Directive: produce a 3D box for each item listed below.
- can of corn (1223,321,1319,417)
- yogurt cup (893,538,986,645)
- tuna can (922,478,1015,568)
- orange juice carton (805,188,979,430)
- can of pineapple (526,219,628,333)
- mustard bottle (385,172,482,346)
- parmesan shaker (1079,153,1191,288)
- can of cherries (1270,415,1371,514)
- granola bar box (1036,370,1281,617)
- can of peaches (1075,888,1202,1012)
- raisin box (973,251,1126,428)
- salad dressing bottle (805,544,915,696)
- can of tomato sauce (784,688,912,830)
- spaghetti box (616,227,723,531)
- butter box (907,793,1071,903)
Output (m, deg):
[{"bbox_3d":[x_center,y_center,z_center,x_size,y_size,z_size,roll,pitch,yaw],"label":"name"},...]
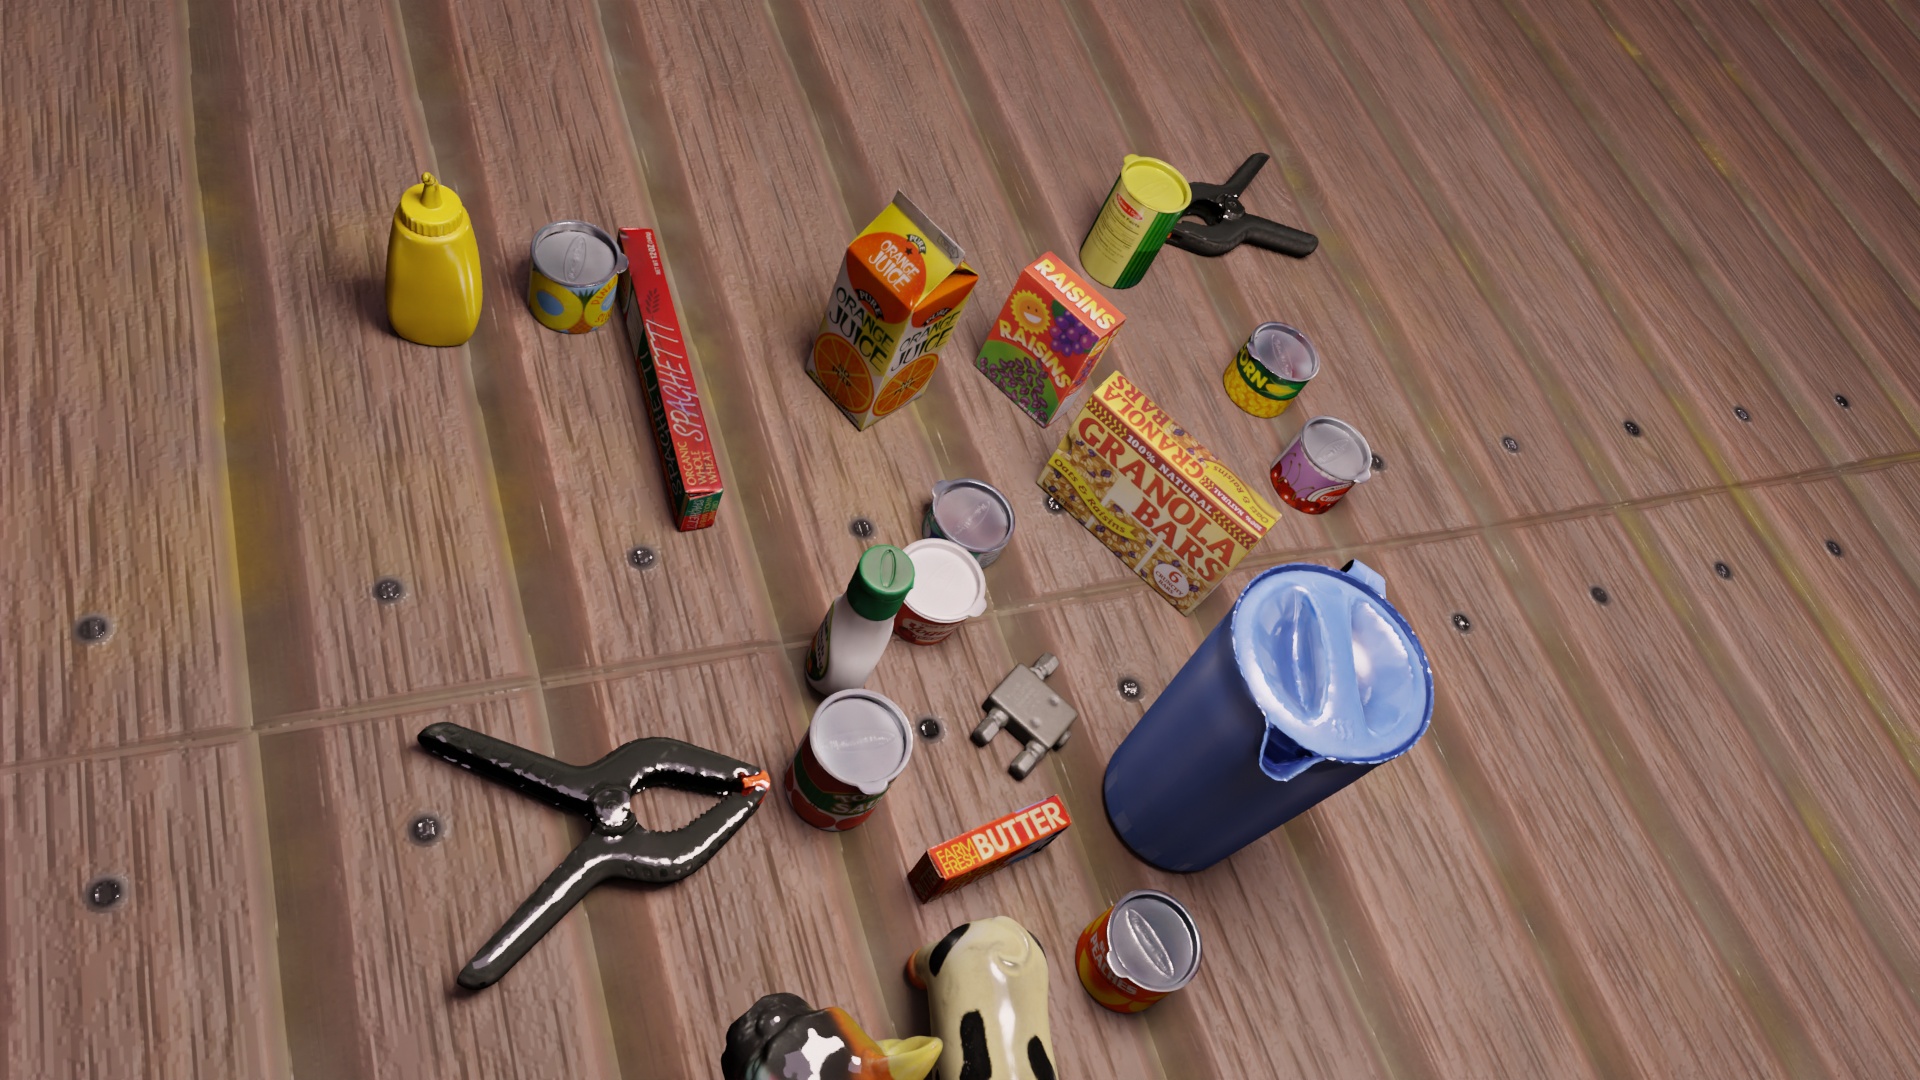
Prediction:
[{"bbox_3d":[0.274,-0.152,1.238,0.071,0.058,0.071,10,56,-15],"label":"can of corn"},{"bbox_3d":[-0.022,0.040,1.005,0.072,0.053,0.073,10,56,-15],"label":"yogurt cup"},{"bbox_3d":[0.004,-0.013,1.063,0.071,0.032,0.071,10,56,-15],"label":"tuna can"},{"bbox_3d":[-0.049,-0.175,1.048,0.073,0.191,0.072,-34,75,-34],"label":"orange juice carton"},{"bbox_3d":[-0.293,-0.199,1.055,0.071,0.057,0.071,10,56,-15],"label":"can of pineapple"},{"bbox_3d":[-0.366,-0.200,0.965,0.065,0.159,0.049,5,57,-18],"label":"mustard bottle"},{"bbox_3d":[0.154,-0.287,1.253,0.071,0.102,0.071,10,56,-15],"label":"parmesan shaker"},{"bbox_3d":[0.310,-0.062,1.194,0.071,0.058,0.072,10,56,-15],"label":"can of cherries"},{"bbox_3d":[0.148,-0.033,1.073,0.166,0.123,0.039,43,54,9],"label":"granola bar box"},{"bbox_3d":[0.113,0.269,0.906,0.071,0.057,0.071,10,56,-15],"label":"can of peaches"},{"bbox_3d":[0.071,-0.161,1.127,0.086,0.122,0.040,44,55,10],"label":"raisin box"},{"bbox_3d":[-0.067,0.054,0.921,0.044,0.147,0.064,13,55,-13],"label":"salad dressing bottle"},{"bbox_3d":[-0.073,0.145,0.900,0.071,0.082,0.071,10,56,-15],"label":"can of tomato sauce"},{"bbox_3d":[-0.221,-0.124,1.039,0.029,0.050,0.251,-7,62,-24],"label":"spaghetti box"},{"bbox_3d":[0.019,0.203,0.916,0.104,0.052,0.024,-17,66,-29],"label":"butter box"}]
